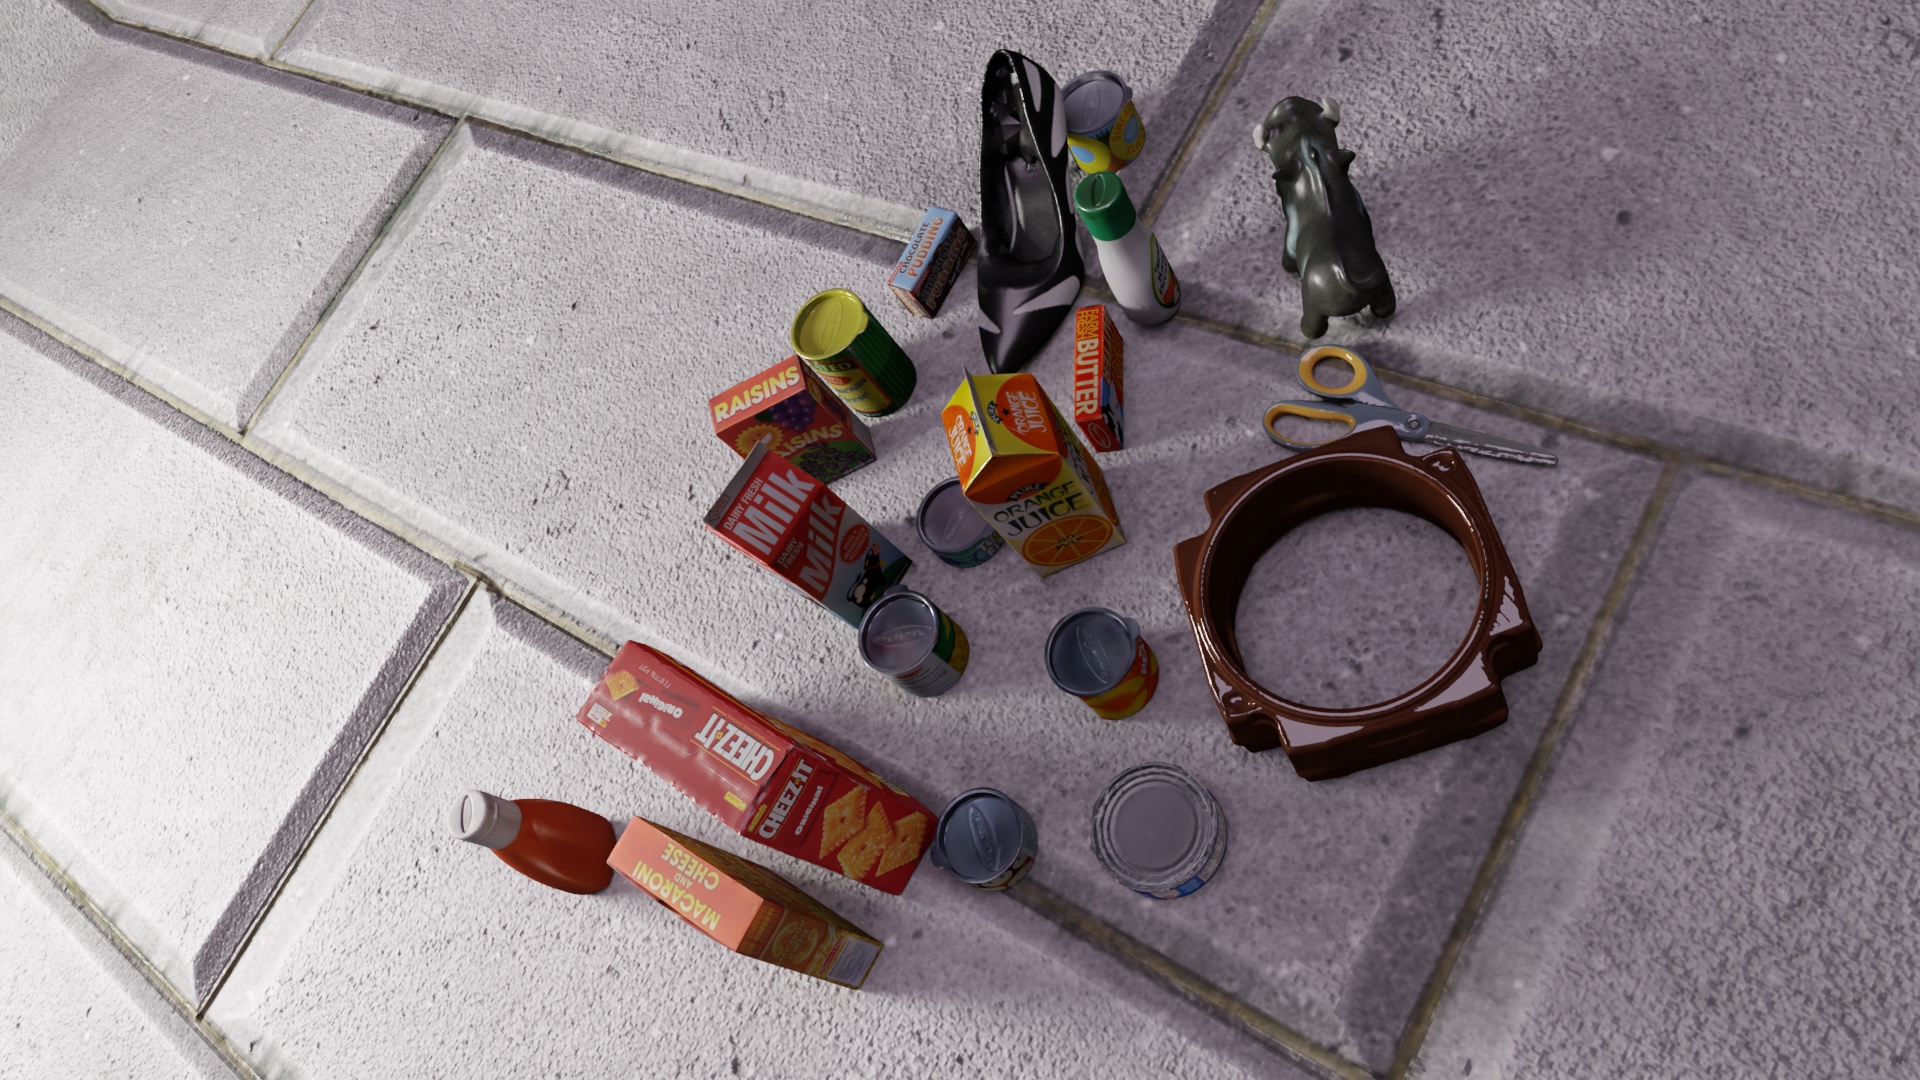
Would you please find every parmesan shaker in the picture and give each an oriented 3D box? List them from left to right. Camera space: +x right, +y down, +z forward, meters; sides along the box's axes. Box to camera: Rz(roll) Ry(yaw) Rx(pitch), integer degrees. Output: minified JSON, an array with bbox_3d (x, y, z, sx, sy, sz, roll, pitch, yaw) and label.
[{"bbox_3d":[-0.084,-0.152,1.146,0.071,0.103,0.071,-11,62,21],"label":"parmesan shaker"}]

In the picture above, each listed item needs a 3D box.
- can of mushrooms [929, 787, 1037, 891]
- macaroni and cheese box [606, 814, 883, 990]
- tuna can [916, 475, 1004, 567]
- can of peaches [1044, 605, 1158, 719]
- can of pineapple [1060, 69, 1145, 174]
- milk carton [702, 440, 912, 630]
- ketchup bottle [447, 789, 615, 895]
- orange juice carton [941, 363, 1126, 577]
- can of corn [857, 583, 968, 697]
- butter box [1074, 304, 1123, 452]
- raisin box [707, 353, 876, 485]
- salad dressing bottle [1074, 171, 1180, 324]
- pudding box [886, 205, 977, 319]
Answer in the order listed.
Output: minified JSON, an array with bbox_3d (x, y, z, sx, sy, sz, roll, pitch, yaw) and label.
[{"bbox_3d":[0.016,0.208,0.962,0.071,0.033,0.071,-11,62,21],"label":"can of mushrooms"},{"bbox_3d":[-0.142,0.247,0.938,0.124,0.166,0.040,23,78,32],"label":"macaroni and cheese box"},{"bbox_3d":[0.004,-0.014,1.078,0.071,0.032,0.071,-11,62,21],"label":"tuna can"},{"bbox_3d":[0.101,0.085,0.968,0.071,0.058,0.071,-11,62,21],"label":"can of peaches"},{"bbox_3d":[0.119,-0.353,1.176,0.071,0.057,0.071,-11,62,21],"label":"can of pineapple"},{"bbox_3d":[-0.120,-0.004,1.037,0.073,0.190,0.072,27,80,33],"label":"milk carton"},{"bbox_3d":[-0.320,0.223,1.046,0.043,0.148,0.065,-18,60,17],"label":"ketchup bottle"},{"bbox_3d":[0.047,-0.051,0.979,0.073,0.192,0.072,-24,58,14],"label":"orange juice carton"},{"bbox_3d":[-0.034,0.075,1.037,0.071,0.058,0.071,-11,62,21],"label":"can of corn"},{"bbox_3d":[0.107,-0.125,1.072,0.024,0.053,0.104,-8,63,22],"label":"butter box"},{"bbox_3d":[-0.135,-0.090,1.127,0.086,0.123,0.040,-25,58,13],"label":"raisin box"},{"bbox_3d":[0.127,-0.220,1.052,0.044,0.147,0.064,-4,65,24],"label":"salad dressing bottle"},{"bbox_3d":[-0.024,-0.239,1.193,0.030,0.049,0.084,22,77,32],"label":"pudding box"}]
